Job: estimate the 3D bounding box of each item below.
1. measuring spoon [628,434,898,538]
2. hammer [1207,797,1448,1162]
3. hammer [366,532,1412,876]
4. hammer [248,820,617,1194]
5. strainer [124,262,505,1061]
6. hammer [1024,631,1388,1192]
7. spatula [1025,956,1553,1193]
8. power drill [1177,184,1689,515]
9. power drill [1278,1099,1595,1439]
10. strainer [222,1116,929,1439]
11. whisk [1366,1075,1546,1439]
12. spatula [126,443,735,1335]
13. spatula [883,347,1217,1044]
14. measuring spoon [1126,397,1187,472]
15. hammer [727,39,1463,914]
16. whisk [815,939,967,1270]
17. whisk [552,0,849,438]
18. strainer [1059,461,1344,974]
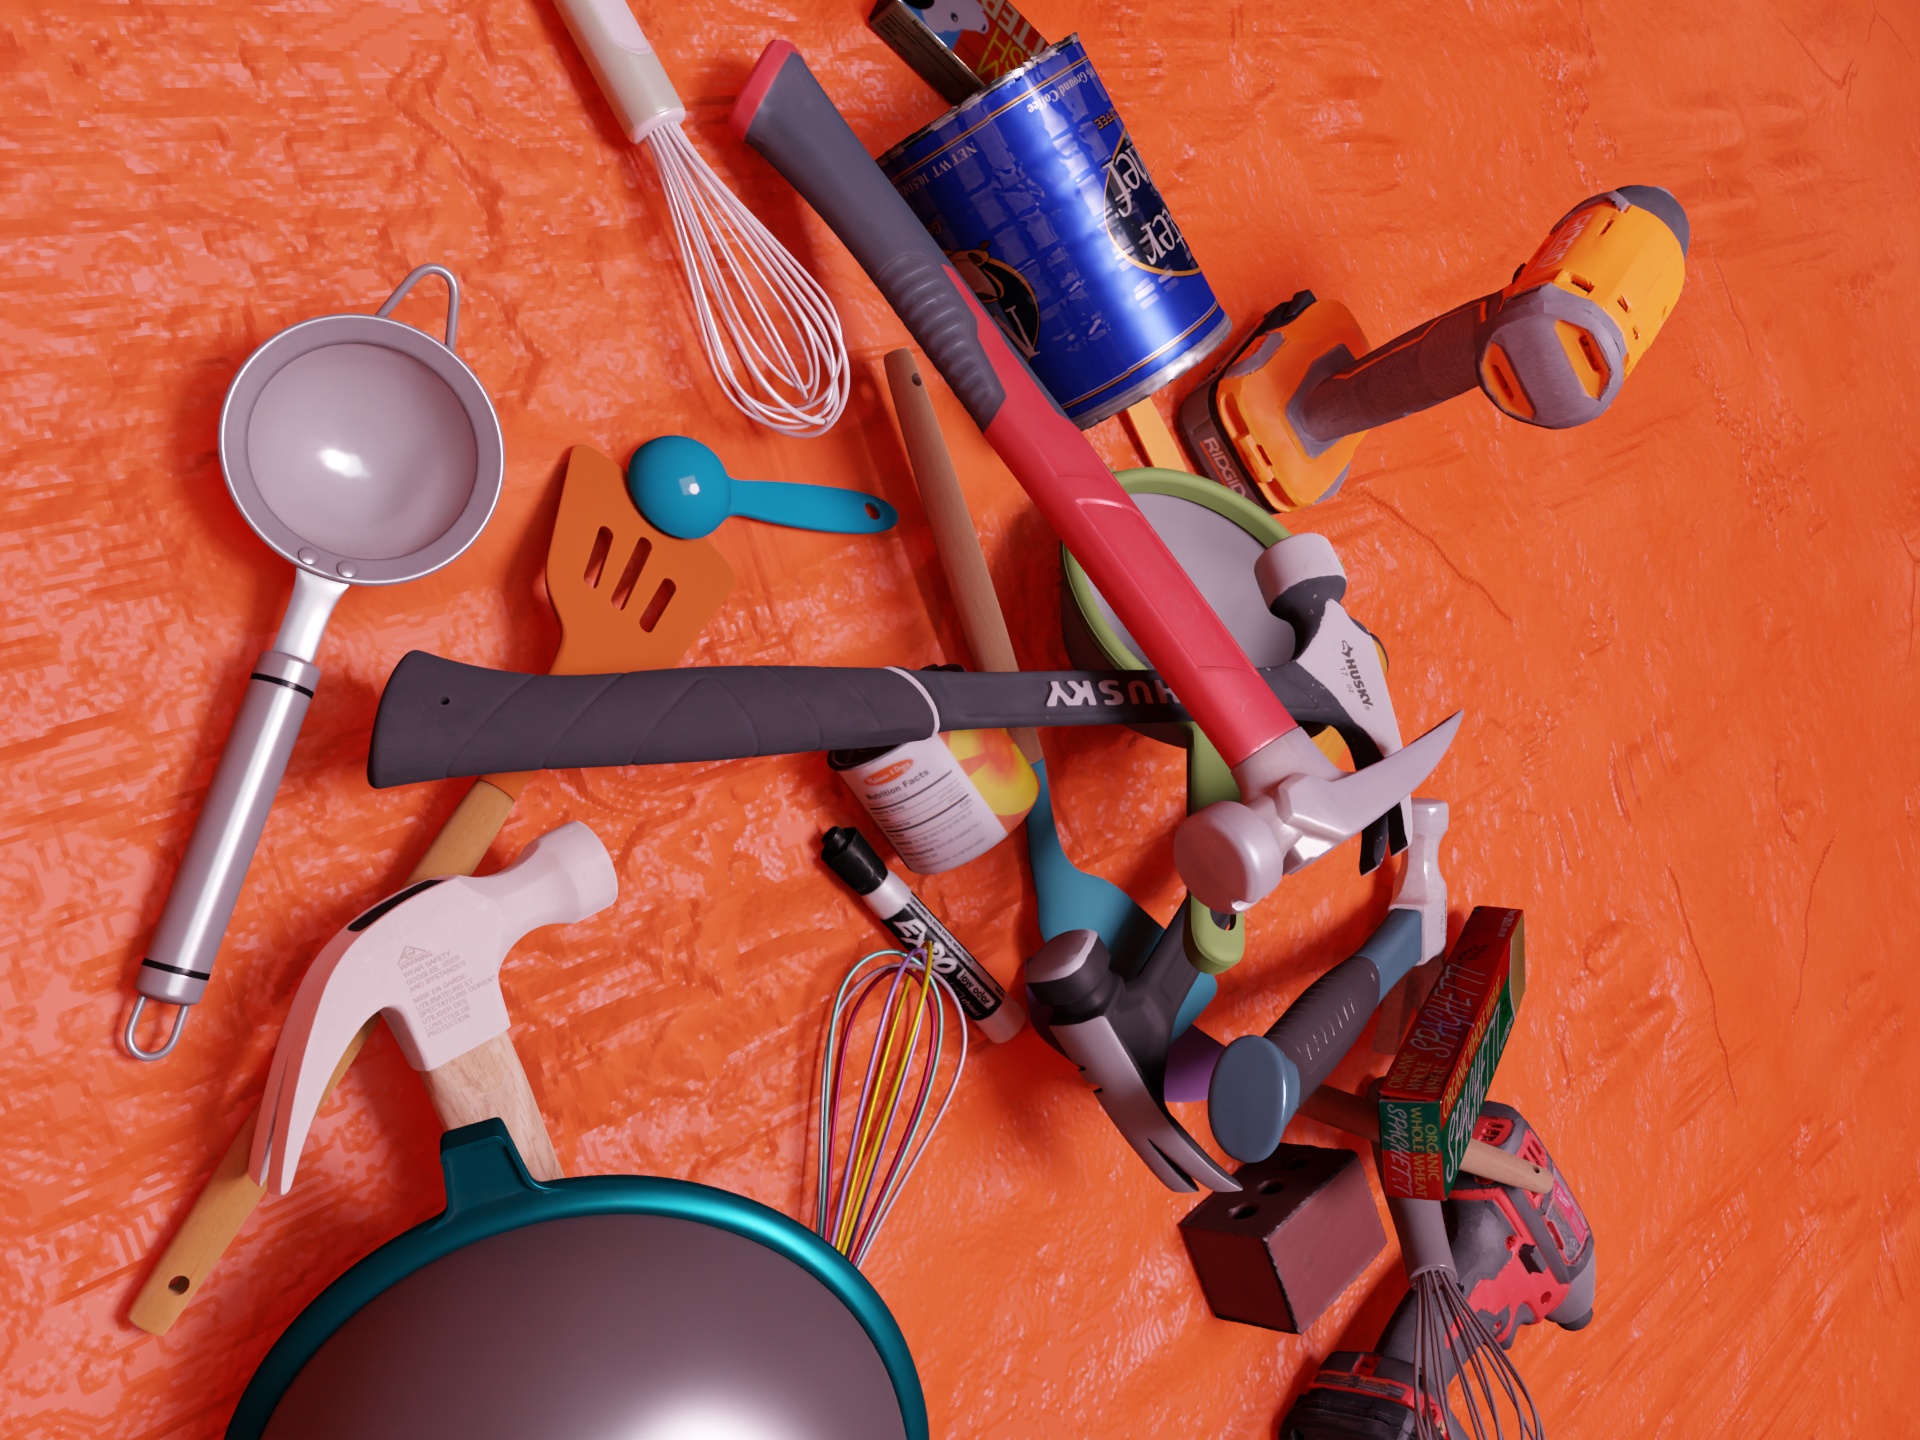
[{"bbox_3d":[-0.070,-0.091,0.631,0.128,0.021,0.042,1,68,-41],"label":"measuring spoon"},{"bbox_3d":[0.178,0.122,0.723,0.331,0.033,0.128,-13,103,-62],"label":"hammer"},{"bbox_3d":[-0.001,-0.002,0.578,0.408,0.036,0.149,-3,62,-28],"label":"hammer"},{"bbox_3d":[-0.119,0.208,0.510,0.130,0.031,0.331,-26,101,-37],"label":"hammer"},{"bbox_3d":[-0.210,-0.022,0.497,0.086,0.050,0.258,22,75,-28],"label":"strainer"},{"bbox_3d":[0.142,0.059,0.742,0.127,0.034,0.337,57,43,-16],"label":"hammer"},{"bbox_3d":[0.162,0.177,0.740,0.315,0.018,0.060,23,37,-23],"label":"spatula"},{"bbox_3d":[0.234,-0.184,0.768,0.164,0.226,0.084,-48,113,-34],"label":"power drill"},{"bbox_3d":[0.260,0.318,0.808,0.220,0.078,0.143,-47,112,-38],"label":"power drill"},{"bbox_3d":[-0.050,0.274,0.458,0.340,0.095,0.211,31,92,-17],"label":"strainer"},{"bbox_3d":[0.223,0.259,0.742,0.055,0.055,0.239,44,25,-26],"label":"whisk"},{"bbox_3d":[-0.171,0.045,0.529,0.081,0.041,0.323,41,63,-27],"label":"spatula"},{"bbox_3d":[0.030,-0.008,0.685,0.082,0.044,0.317,-28,103,-47],"label":"spatula"},{"bbox_3d":[0.087,-0.150,0.786,0.021,0.011,0.116,-46,115,-34],"label":"measuring spoon"},{"bbox_3d":[0.039,-0.115,0.620,0.143,0.038,0.386,-26,76,-37],"label":"hammer"},{"bbox_3d":[-0.046,0.199,0.593,0.051,0.047,0.245,27,69,-35],"label":"whisk"},{"bbox_3d":[-0.111,-0.220,0.608,0.058,0.059,0.246,-38,103,-50],"label":"whisk"},{"bbox_3d":[0.096,0.004,0.694,0.151,0.069,0.257,19,51,-17],"label":"strainer"}]
